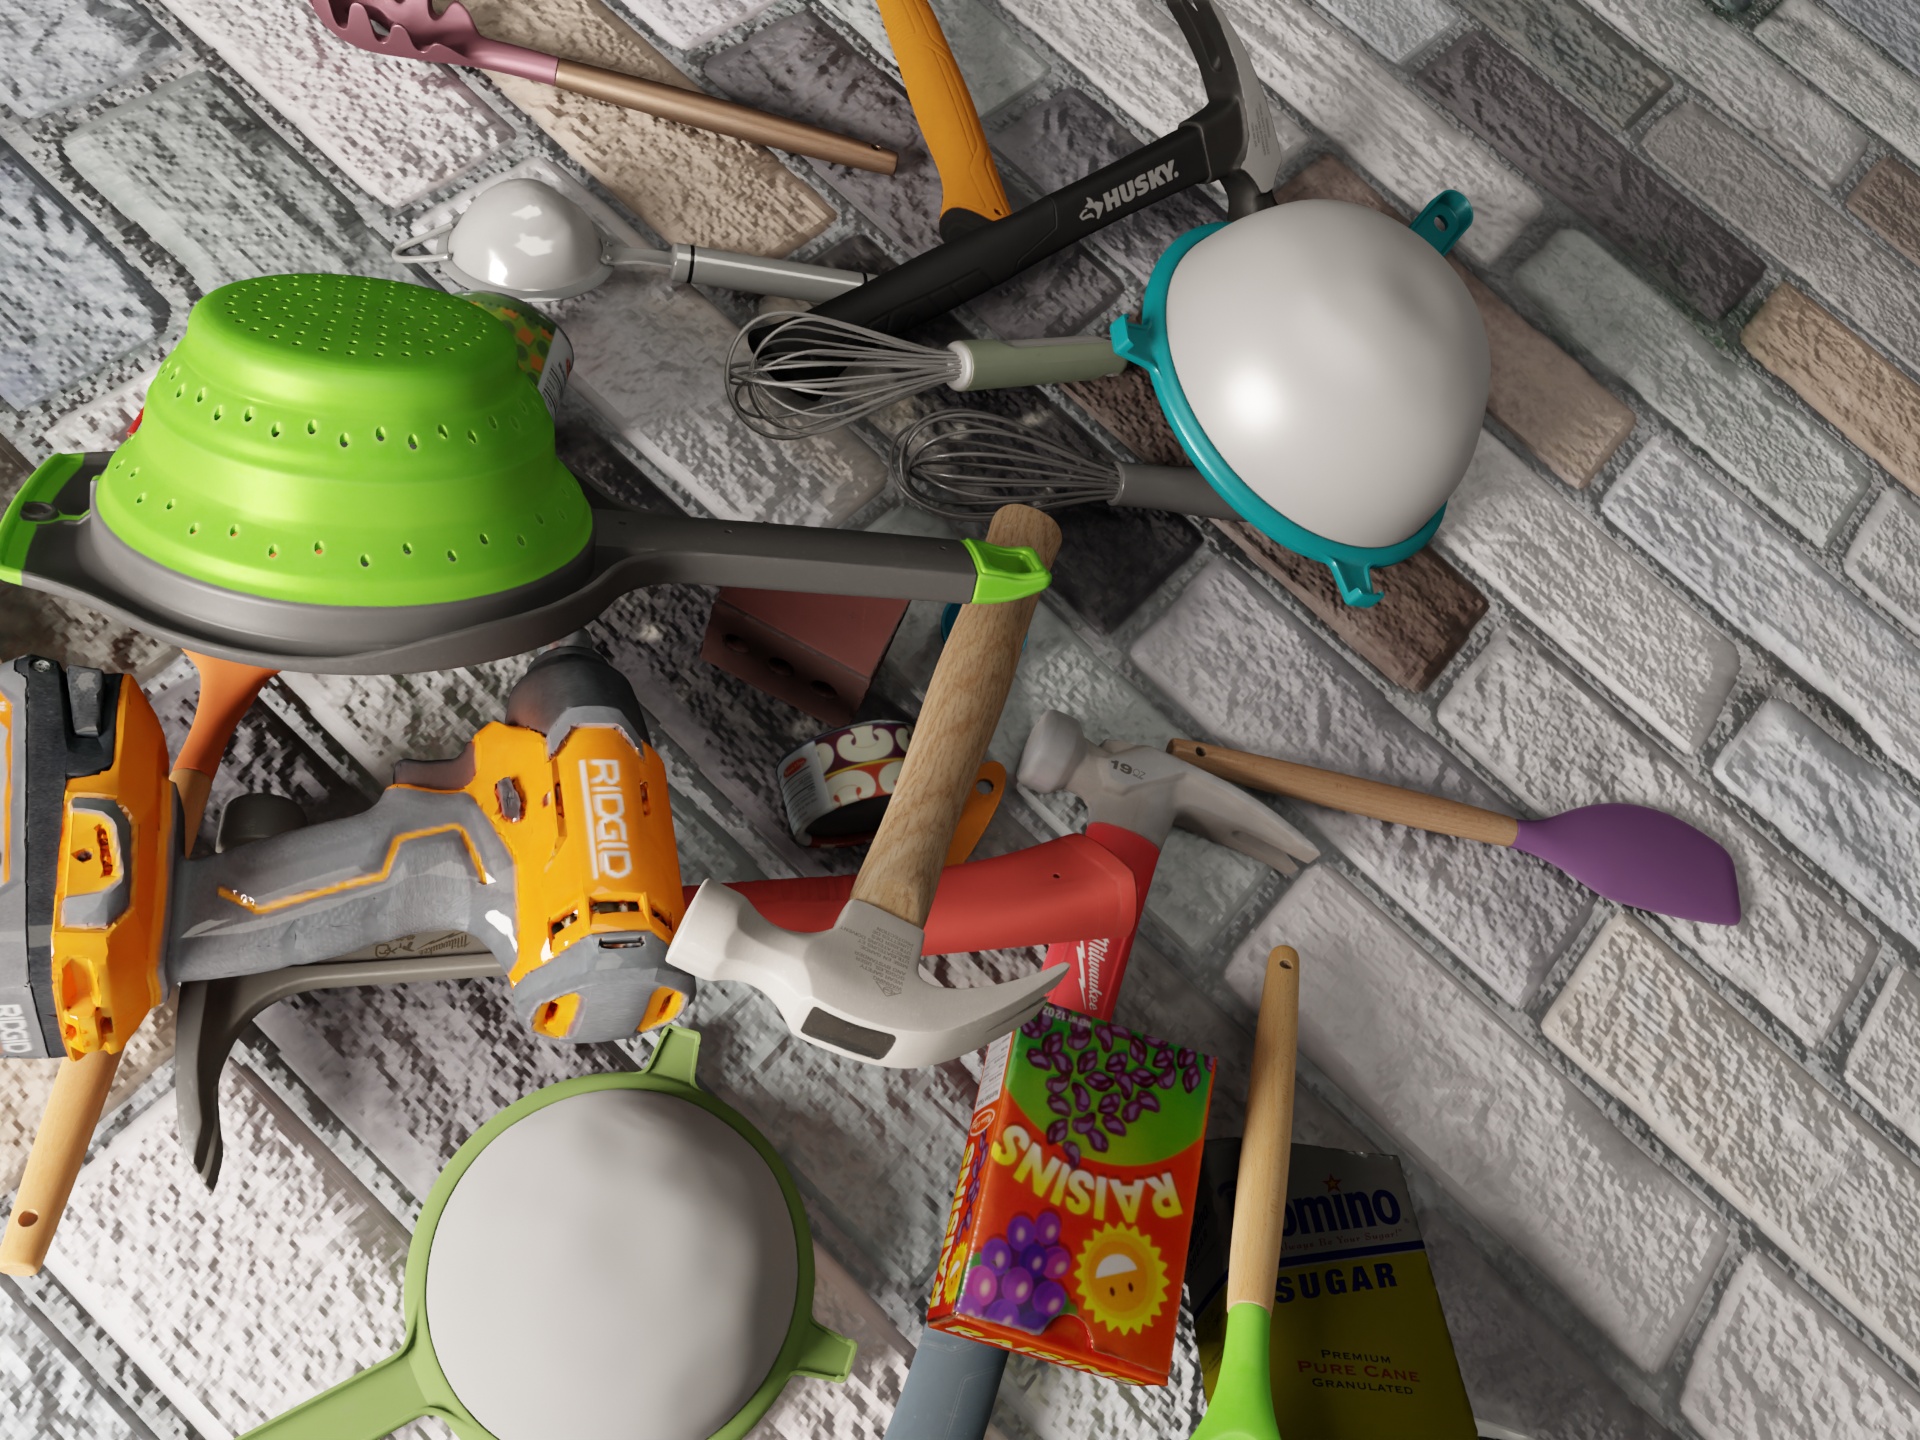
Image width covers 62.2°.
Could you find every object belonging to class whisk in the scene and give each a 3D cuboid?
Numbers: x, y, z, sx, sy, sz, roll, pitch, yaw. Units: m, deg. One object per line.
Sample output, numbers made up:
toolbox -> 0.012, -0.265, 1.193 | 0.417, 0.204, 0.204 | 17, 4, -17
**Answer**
whisk -> -0.008, -0.176, 0.789 | 0.246, 0.058, 0.059 | -13, 110, -36
whisk -> 0.079, -0.123, 0.808 | 0.239, 0.055, 0.055 | 2, 64, -21

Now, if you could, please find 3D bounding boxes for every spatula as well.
spatula -> -0.290, 0.036, 0.582 | 0.081, 0.041, 0.323 | 8, 52, -11
spatula -> 0.249, 0.048, 0.787 | 0.315, 0.018, 0.060 | 13, 60, -12

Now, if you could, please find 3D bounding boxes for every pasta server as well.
pasta server -> -0.184, -0.342, 0.840 | 0.316, 0.040, 0.060 | 11, 50, -13

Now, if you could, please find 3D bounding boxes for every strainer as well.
strainer -> -0.148, -0.233, 0.797 | 0.258, 0.050, 0.087 | 4, 49, -19
strainer -> 0.238, -0.230, 0.860 | 0.211, 0.095, 0.340 | 46, 53, -6
strainer -> -0.165, 0.213, 0.548 | 0.256, 0.069, 0.152 | -22, 73, -27

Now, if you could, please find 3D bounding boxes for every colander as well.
colander -> -0.146, -0.102, 0.614 | 0.397, 0.094, 0.205 | 2, 31, -18

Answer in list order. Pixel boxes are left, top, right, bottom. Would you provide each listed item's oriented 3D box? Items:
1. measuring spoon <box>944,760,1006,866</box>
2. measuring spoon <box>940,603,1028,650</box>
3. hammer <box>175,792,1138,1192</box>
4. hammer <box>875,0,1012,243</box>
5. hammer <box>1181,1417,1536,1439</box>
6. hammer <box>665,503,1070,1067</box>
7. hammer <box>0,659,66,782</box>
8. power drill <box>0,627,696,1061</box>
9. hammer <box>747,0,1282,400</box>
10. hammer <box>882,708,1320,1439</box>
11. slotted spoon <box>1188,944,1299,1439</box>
measuring spoon -> -0.008, 0.063, 0.708 | 0.021, 0.011, 0.117 | 26, 56, 9
measuring spoon -> -0.001, -0.002, 0.738 | 0.042, 0.021, 0.129 | 18, 65, -5
hammer -> -0.106, 0.089, 0.615 | 0.359, 0.036, 0.149 | -2, 55, -11
hammer -> -0.025, -0.406, 0.916 | 0.127, 0.034, 0.337 | -6, 69, -33
hammer -> 0.194, 0.454, 0.558 | 0.149, 0.036, 0.409 | -4, 66, -20
hammer -> -0.001, 0.006, 0.647 | 0.130, 0.031, 0.331 | 27, 39, -5
hammer -> -0.428, -0.061, 0.625 | 0.146, 0.038, 0.411 | -28, 75, -25
power drill -> -0.213, 0.033, 0.552 | 0.226, 0.084, 0.164 | 1, 56, -23
hammer -> 0.035, -0.260, 0.835 | 0.335, 0.146, 0.035 | -32, 32, -21
hammer -> 0.041, 0.181, 0.646 | 0.143, 0.038, 0.387 | 25, 60, -6
slotted spoon -> 0.112, 0.200, 0.596 | 0.070, 0.031, 0.314 | 13, 40, 5
